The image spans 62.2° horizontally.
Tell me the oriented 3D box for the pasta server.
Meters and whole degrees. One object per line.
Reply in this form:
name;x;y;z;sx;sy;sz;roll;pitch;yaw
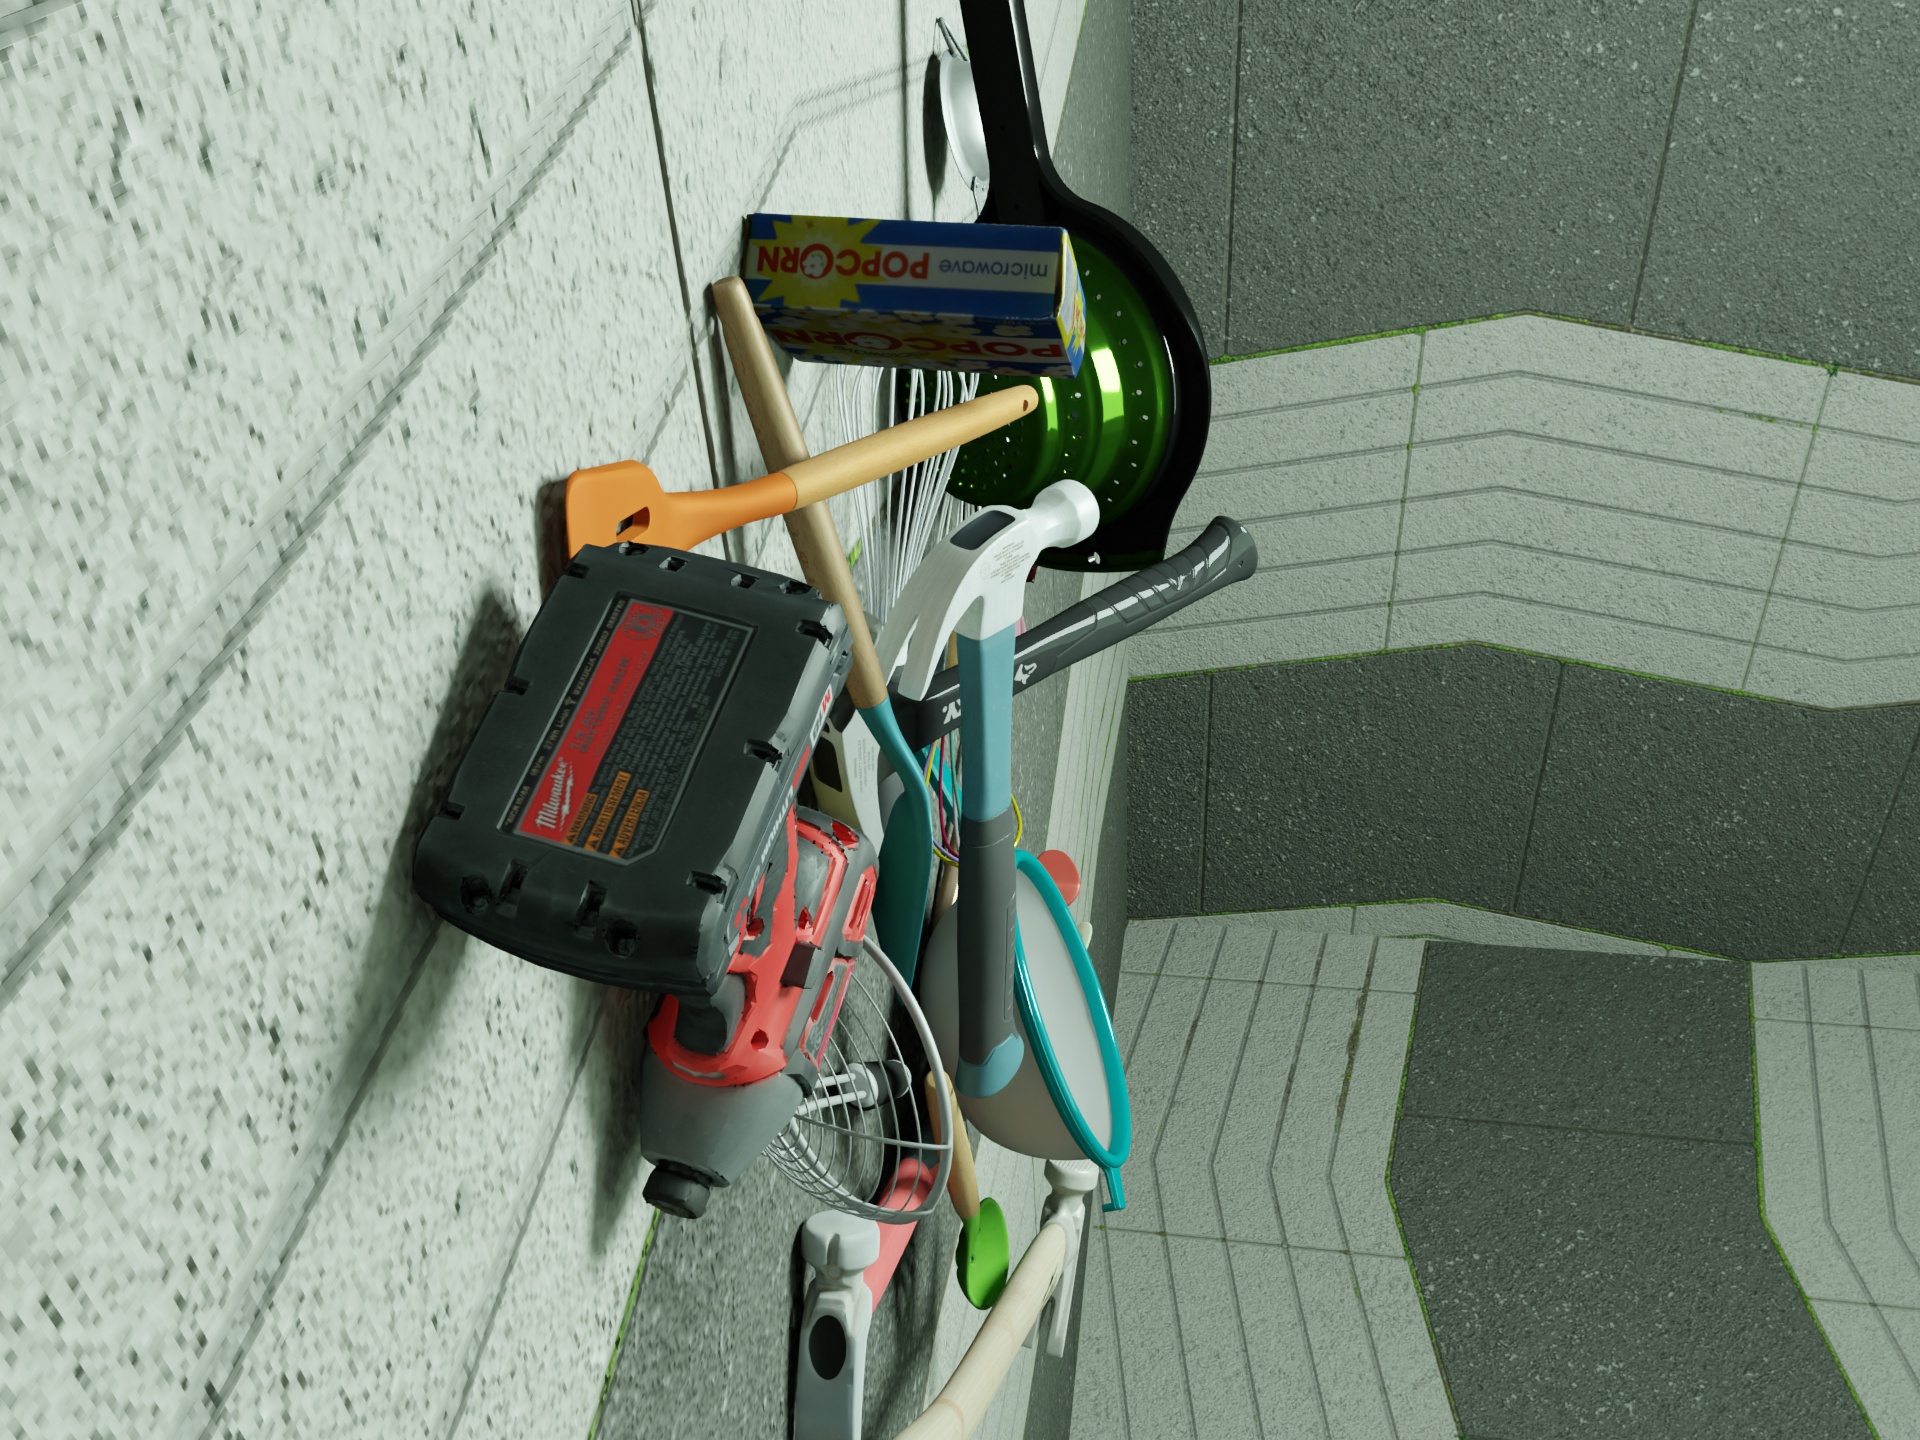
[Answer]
pasta server;0.007;0.032;1.166;0.060;0.040;0.316;79;20;-55

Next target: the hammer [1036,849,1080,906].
hammer;0.059;0.172;1.306;0.359;0.036;0.149;100;-5;-76

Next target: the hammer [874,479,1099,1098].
hammer;0.014;0.053;0.787;0.128;0.033;0.330;-30;131;-39

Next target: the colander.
colander;0.016;-0.261;0.875;0.094;0.205;0.397;-27;113;-40

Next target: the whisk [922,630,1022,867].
whisk;0.001;-0.003;0.928;0.051;0.047;0.245;51;22;-38

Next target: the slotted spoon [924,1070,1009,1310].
slotted spoon;0.002;0.281;0.958;0.313;0.031;0.070;81;20;-52

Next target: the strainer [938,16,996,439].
strainer;0.015;-0.301;0.983;0.087;0.050;0.258;-25;115;-67

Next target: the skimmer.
skimmer;-0.033;0.162;0.750;0.127;0.090;0.363;64;1;13

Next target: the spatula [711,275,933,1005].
spatula;-0.054;-0.026;0.655;0.082;0.044;0.317;-116;-173;-59

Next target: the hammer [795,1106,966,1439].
hammer;-0.033;0.297;0.952;0.386;0.038;0.143;-30;123;-79

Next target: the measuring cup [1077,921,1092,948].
measuring cup;0.047;0.216;1.176;0.167;0.083;0.038;-58;139;-11

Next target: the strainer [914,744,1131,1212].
strainer;0.005;0.145;1.004;0.211;0.095;0.340;-86;151;-62

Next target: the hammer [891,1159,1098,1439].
hammer;0.017;0.393;0.963;0.410;0.038;0.146;-9;109;-74

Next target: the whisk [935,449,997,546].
whisk;0.007;-0.195;1.030;0.058;0.059;0.246;-58;145;-84

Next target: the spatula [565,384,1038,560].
spatula;-0.044;-0.088;0.588;0.322;0.041;0.081;-34;130;-52

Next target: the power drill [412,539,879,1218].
power drill;-0.077;0.060;0.480;0.219;0.078;0.143;85;22;-60

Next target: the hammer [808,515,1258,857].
hammer;0.051;-0.036;0.838;0.335;0.035;0.146;-28;131;-39

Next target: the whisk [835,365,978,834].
whisk;-0.035;-0.068;0.791;0.070;0.070;0.284;-56;152;-73
